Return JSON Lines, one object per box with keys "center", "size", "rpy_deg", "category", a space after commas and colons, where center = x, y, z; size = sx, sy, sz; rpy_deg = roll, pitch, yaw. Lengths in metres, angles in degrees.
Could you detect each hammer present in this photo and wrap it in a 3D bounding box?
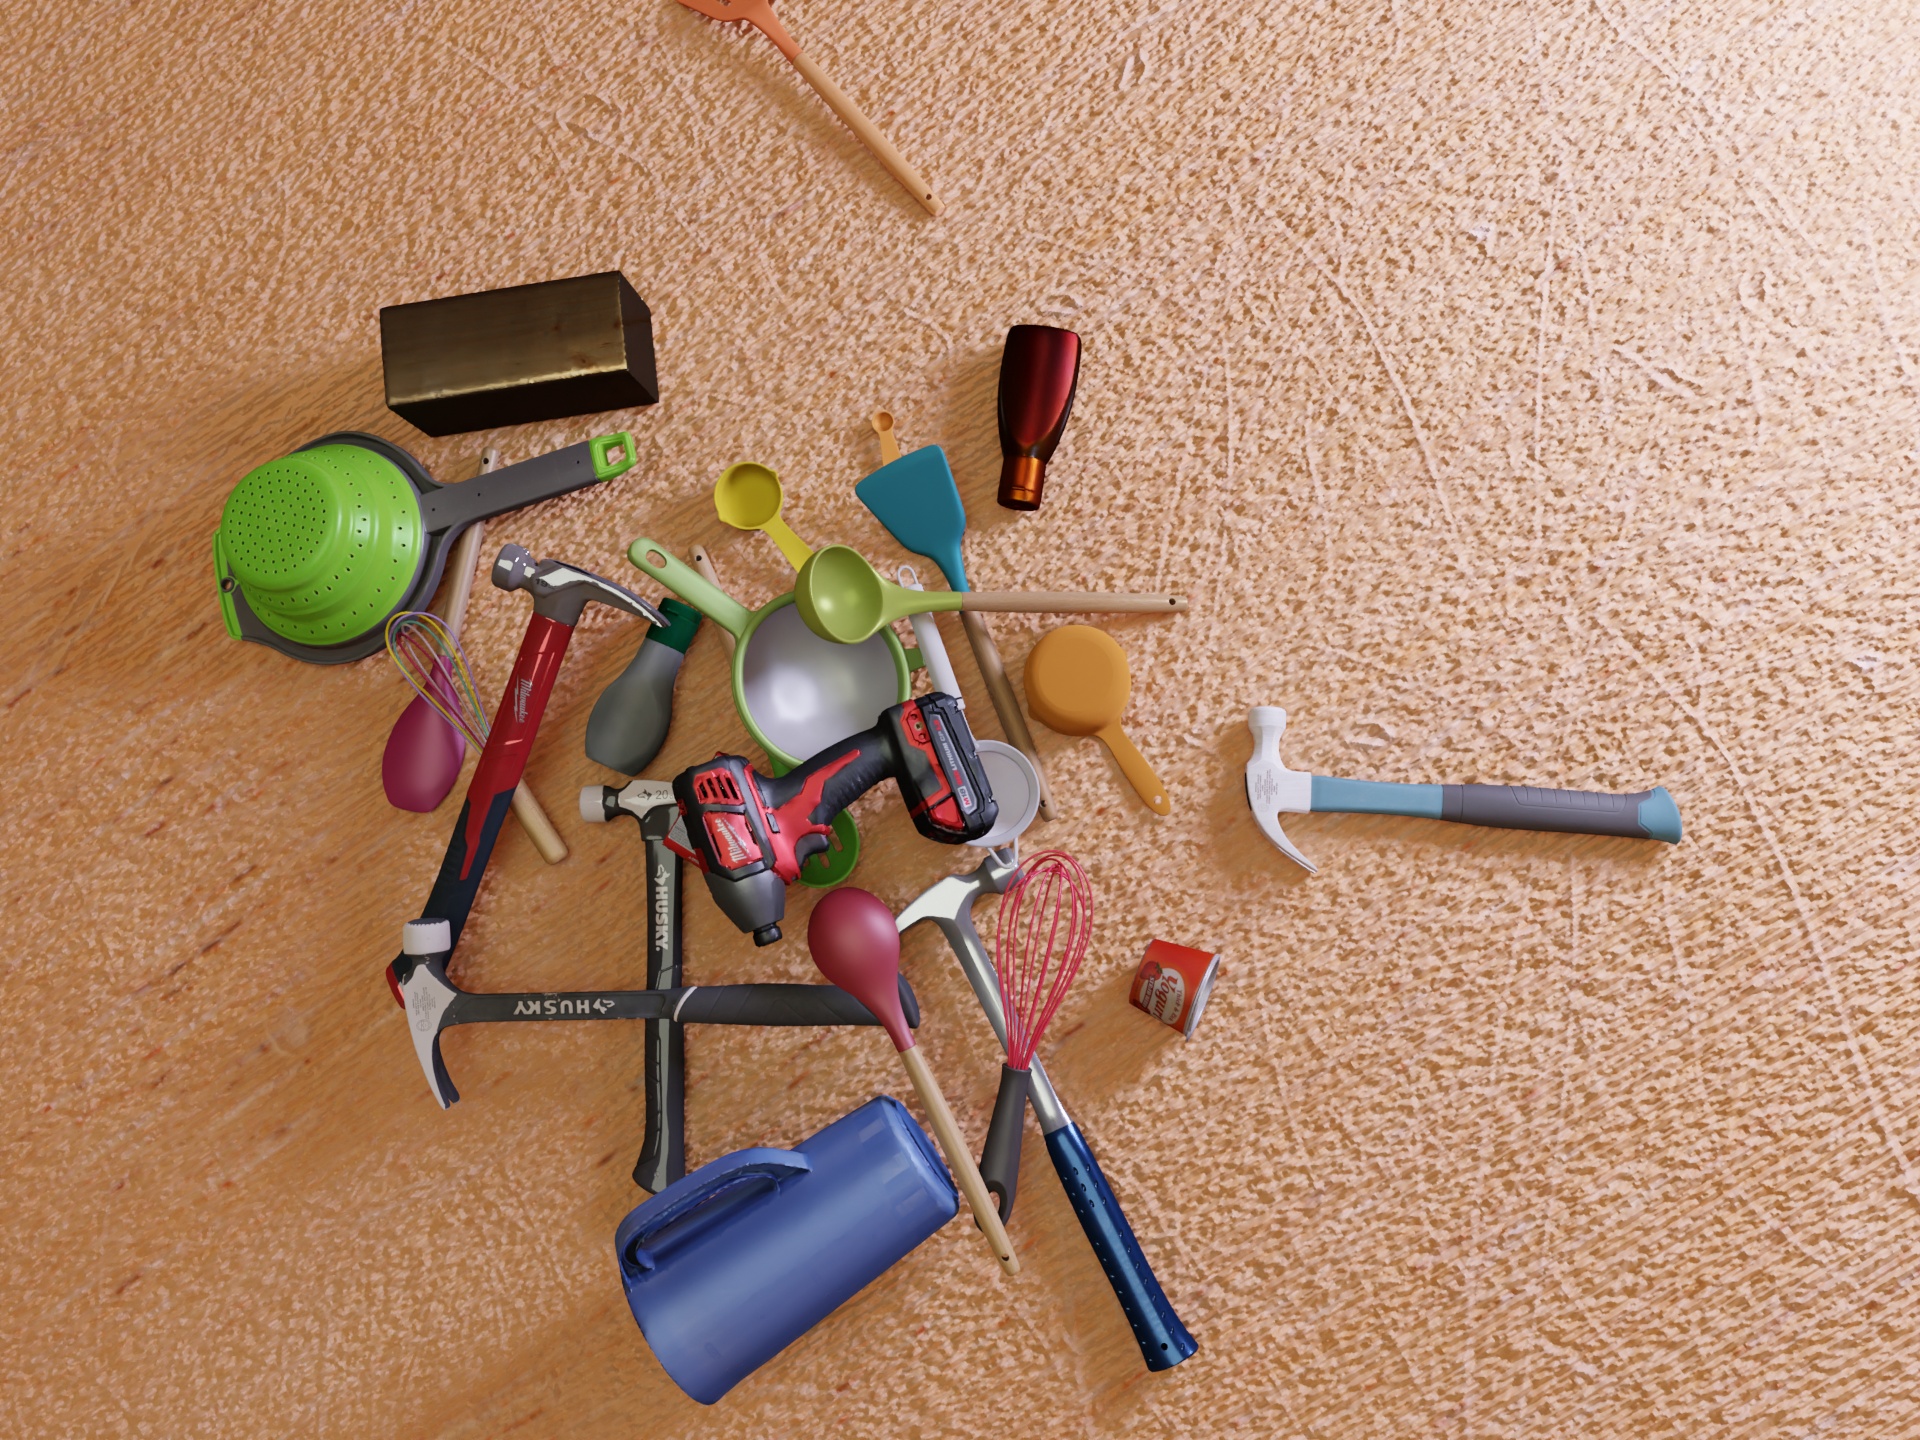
{"center": [0.389, 0.063, 1.241], "size": [0.331, 0.033, 0.128], "rpy_deg": [4, 82, 7], "category": "hammer"}
{"center": [-0.236, 0.228, 1.246], "size": [0.409, 0.036, 0.149], "rpy_deg": [-1, 92, 5], "category": "hammer"}
{"center": [-0.364, 0.062, 1.283], "size": [0.143, 0.038, 0.386], "rpy_deg": [22, 97, -1], "category": "hammer"}
{"center": [0.066, 0.311, 1.242], "size": [0.144, 0.035, 0.406], "rpy_deg": [-27, 81, 2], "category": "hammer"}
{"center": [-0.234, 0.215, 1.287], "size": [0.146, 0.035, 0.335], "rpy_deg": [-2, 82, 6], "category": "hammer"}

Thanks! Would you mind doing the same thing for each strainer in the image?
{"center": [-0.161, -0.057, 1.266], "size": [0.256, 0.069, 0.151], "rpy_deg": [36, 68, -14], "category": "strainer"}
{"center": [-0.002, -0.004, 1.277], "size": [0.087, 0.050, 0.258], "rpy_deg": [-20, 85, 2], "category": "strainer"}

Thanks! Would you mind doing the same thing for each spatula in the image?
{"center": [-0.123, -0.555, 1.385], "size": [0.081, 0.041, 0.322], "rpy_deg": [-41, 84, -1], "category": "spatula"}
{"center": [0.011, -0.065, 1.293], "size": [0.082, 0.044, 0.317], "rpy_deg": [-24, 82, 17], "category": "spatula"}

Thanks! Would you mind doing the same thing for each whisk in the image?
{"center": [0.047, 0.244, 1.208], "size": [0.073, 0.073, 0.296], "rpy_deg": [10, 90, 7], "category": "whisk"}
{"center": [-0.402, 0.016, 1.317], "size": [0.051, 0.047, 0.245], "rpy_deg": [-33, 90, 14], "category": "whisk"}

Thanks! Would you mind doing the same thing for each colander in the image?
{"center": [-0.466, -0.177, 1.317], "size": [0.397, 0.094, 0.205], "rpy_deg": [-16, 79, 8], "category": "colander"}

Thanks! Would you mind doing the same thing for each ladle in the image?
{"center": [-0.030, 0.271, 1.196], "size": [0.069, 0.031, 0.315], "rpy_deg": [-26, 85, 1], "category": "ladle"}
{"center": [0.029, -0.097, 1.253], "size": [0.320, 0.062, 0.078], "rpy_deg": [0, 80, -10], "category": "ladle"}

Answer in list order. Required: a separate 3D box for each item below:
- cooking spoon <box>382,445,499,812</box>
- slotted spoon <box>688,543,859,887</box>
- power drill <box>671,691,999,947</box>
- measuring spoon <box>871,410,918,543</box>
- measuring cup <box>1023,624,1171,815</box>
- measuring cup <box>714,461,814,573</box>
{"center": [-0.435, -0.080, 1.355], "size": [0.069, 0.017, 0.319], "rpy_deg": [10, 84, 5], "category": "cooking spoon"}
{"center": [-0.163, -0.007, 1.313], "size": [0.070, 0.031, 0.314], "rpy_deg": [-22, 79, -6], "category": "slotted spoon"}
{"center": [-0.092, 0.072, 1.191], "size": [0.219, 0.078, 0.143], "rpy_deg": [-19, 83, -14], "category": "power drill"}
{"center": [-0.054, -0.204, 1.337], "size": [0.021, 0.011, 0.117], "rpy_deg": [-14, 85, 5], "category": "measuring spoon"}
{"center": [0.116, 0.001, 1.268], "size": [0.095, 0.052, 0.174], "rpy_deg": [-34, 78, 1], "category": "measuring cup"}
{"center": [-0.144, -0.150, 1.336], "size": [0.062, 0.029, 0.156], "rpy_deg": [-41, 92, 0], "category": "measuring cup"}
